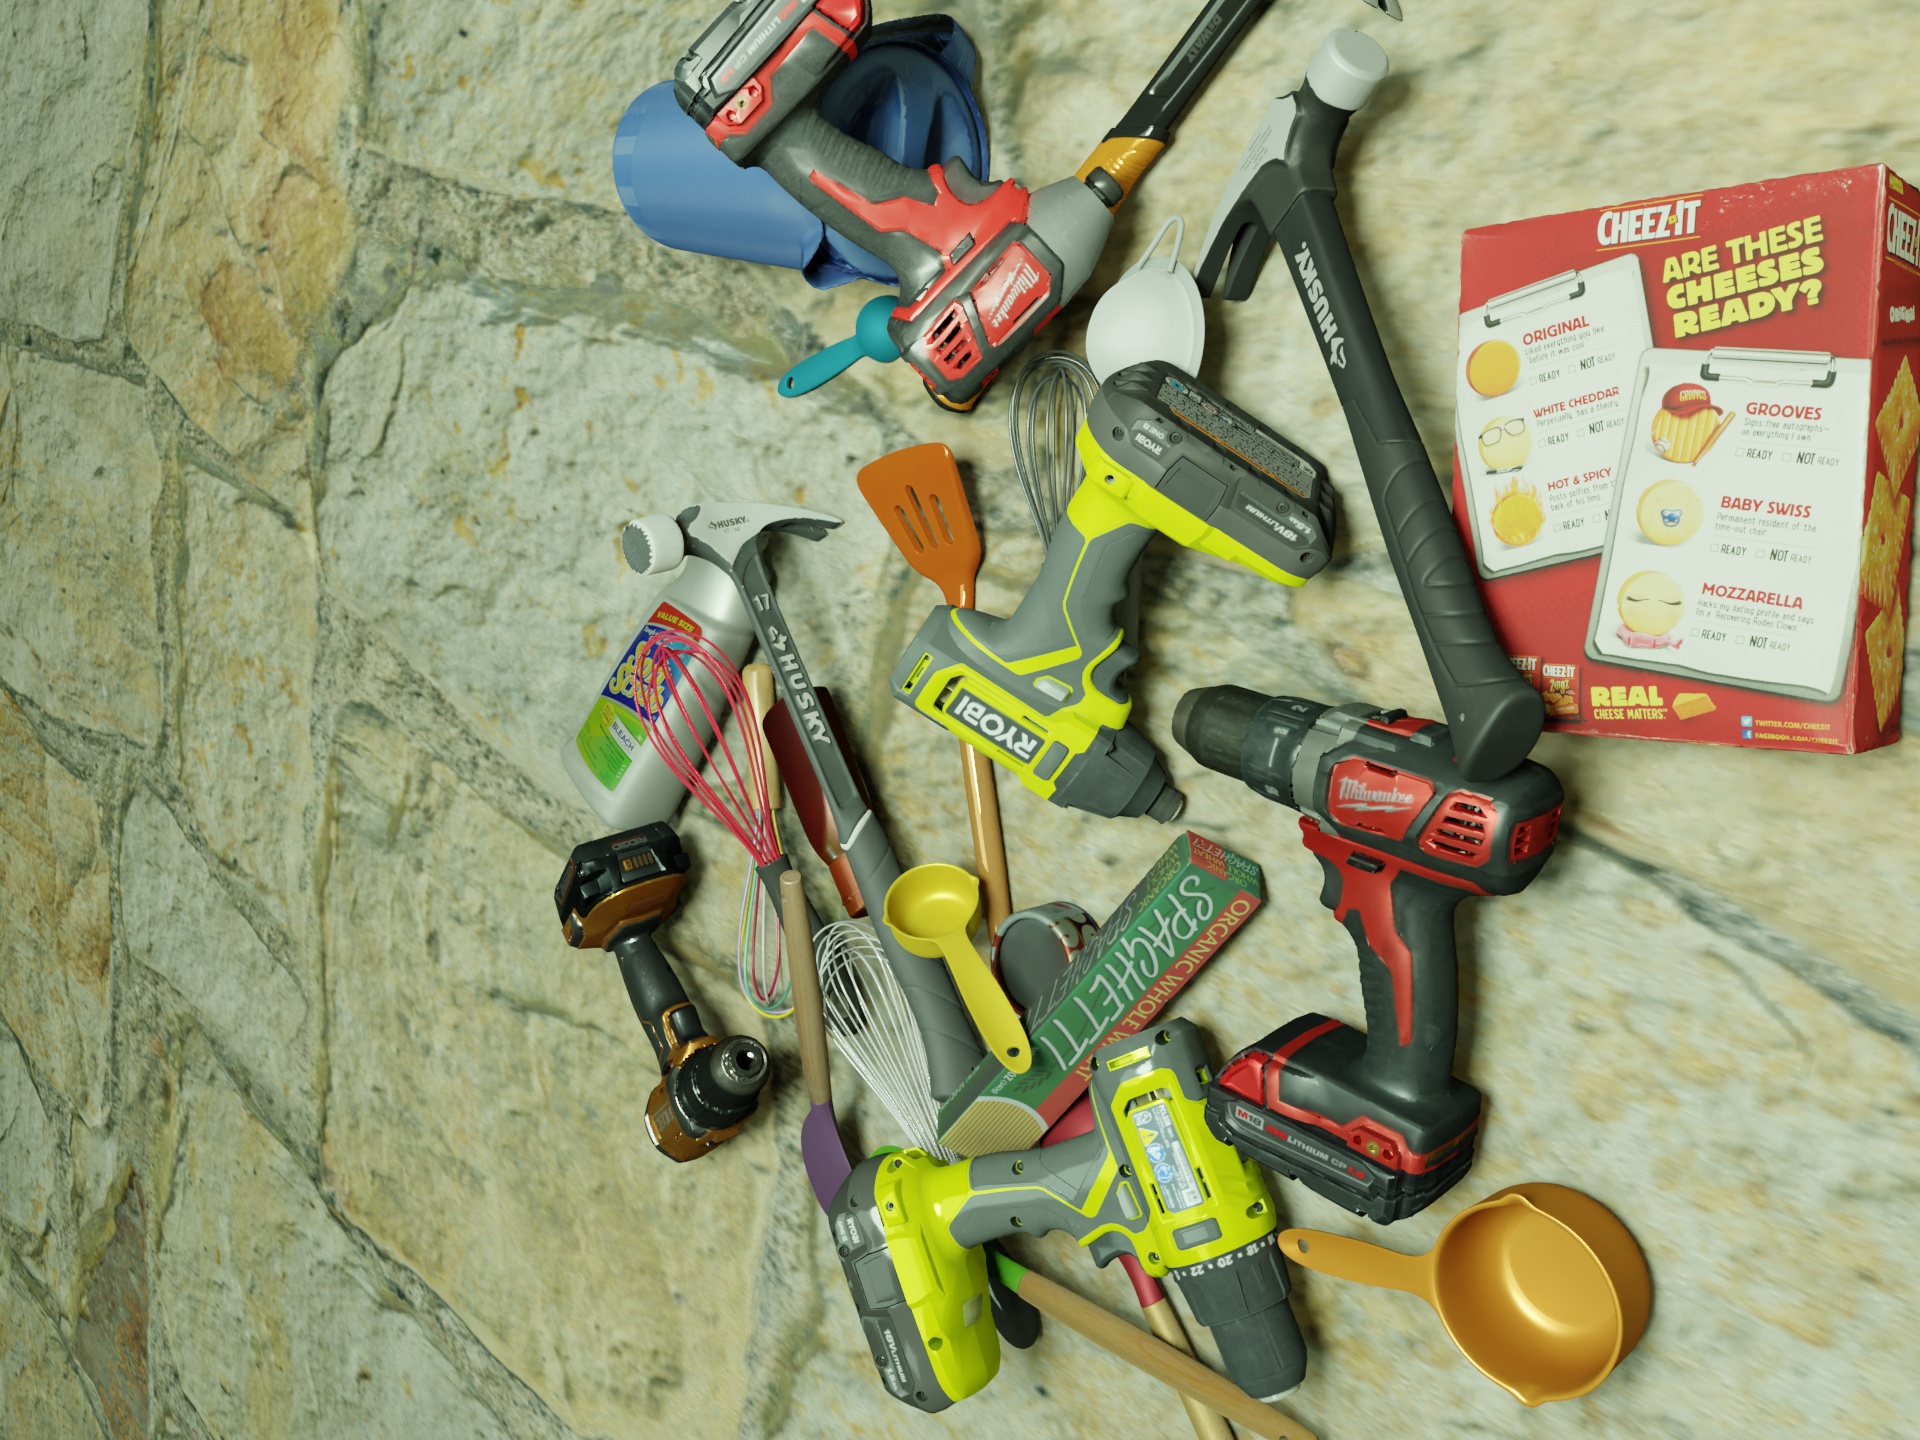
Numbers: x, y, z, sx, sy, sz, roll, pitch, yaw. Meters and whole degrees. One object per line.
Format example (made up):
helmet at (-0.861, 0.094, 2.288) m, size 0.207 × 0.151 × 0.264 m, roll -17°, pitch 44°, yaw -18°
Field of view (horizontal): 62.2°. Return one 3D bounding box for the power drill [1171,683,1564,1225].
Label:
power drill at (0.173, 0.098, 0.753) m, size 0.188 × 0.080 × 0.226 m, roll 21°, pitch 115°, yaw 41°

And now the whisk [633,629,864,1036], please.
whisk at (-0.135, 0.076, 1.052) m, size 0.073 × 0.073 × 0.296 m, roll -23°, pitch 94°, yaw 43°

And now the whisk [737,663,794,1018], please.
whisk at (-0.137, 0.083, 1.098) m, size 0.047 × 0.051 × 0.245 m, roll -7°, pitch 86°, yaw 50°

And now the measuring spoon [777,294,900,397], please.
measuring spoon at (-0.083, -0.237, 1.029) m, size 0.128 × 0.021 × 0.042 m, roll -18°, pitch 81°, yaw 42°

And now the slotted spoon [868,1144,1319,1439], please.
slotted spoon at (0.058, 0.328, 0.899) m, size 0.314 × 0.031 × 0.070 m, roll 20°, pitch 110°, yaw 33°

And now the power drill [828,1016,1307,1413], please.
power drill at (0.060, 0.284, 0.847) m, size 0.228 × 0.080 × 0.191 m, roll -26°, pitch 77°, yaw 20°

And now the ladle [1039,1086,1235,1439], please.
ladle at (0.119, 0.350, 0.887) m, size 0.069 × 0.031 × 0.316 m, roll -39°, pitch 69°, yaw 40°

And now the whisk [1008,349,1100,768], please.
whisk at (0.054, -0.087, 0.896) m, size 0.055 × 0.055 × 0.239 m, roll 7°, pitch 102°, yaw 43°

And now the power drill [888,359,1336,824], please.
power drill at (0.086, -0.054, 0.819) m, size 0.171 × 0.080 × 0.223 m, roll 33°, pitch 122°, yaw -4°

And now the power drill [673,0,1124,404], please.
power drill at (-0.027, -0.287, 0.819) m, size 0.143 × 0.079 × 0.219 m, roll -43°, pitch 103°, yaw 9°

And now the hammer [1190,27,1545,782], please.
hammer at (0.182, -0.129, 0.703) m, size 0.146 × 0.035 × 0.335 m, roll 127°, pitch 136°, yaw -56°

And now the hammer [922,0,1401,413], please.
hammer at (0.085, -0.289, 0.856) m, size 0.336 × 0.034 × 0.127 m, roll -48°, pitch 61°, yaw 36°

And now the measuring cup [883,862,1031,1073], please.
measuring cup at (0.005, 0.146, 0.914) m, size 0.029 × 0.062 × 0.157 m, roll 77°, pitch 166°, yaw -47°

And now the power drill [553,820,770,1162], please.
power drill at (-0.205, 0.188, 1.121) m, size 0.226 × 0.084 × 0.185 m, roll 65°, pitch 149°, yaw 15°

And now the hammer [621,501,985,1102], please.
hammer at (-0.069, 0.048, 0.992) m, size 0.036 × 0.149 × 0.409 m, roll -29°, pitch 83°, yaw 48°

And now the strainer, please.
strainer at (0.089, -0.133, 0.844) m, size 0.087 × 0.050 × 0.258 m, roll 31°, pitch 127°, yaw 53°

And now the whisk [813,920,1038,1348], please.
whisk at (-0.022, 0.255, 0.993) m, size 0.070 × 0.070 × 0.285 m, roll -37°, pitch 74°, yaw 39°

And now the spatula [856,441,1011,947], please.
spatula at (-0.002, -0.003, 0.960) m, size 0.081 × 0.041 × 0.322 m, roll -10°, pitch 88°, yaw 43°

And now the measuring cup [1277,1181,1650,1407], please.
measuring cup at (0.235, 0.256, 0.749) m, size 0.174 × 0.052 × 0.095 m, roll -3°, pitch 92°, yaw 46°

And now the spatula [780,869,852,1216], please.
spatula at (-0.093, 0.219, 1.009) m, size 0.060 × 0.018 × 0.315 m, roll 30°, pitch 136°, yaw 38°
